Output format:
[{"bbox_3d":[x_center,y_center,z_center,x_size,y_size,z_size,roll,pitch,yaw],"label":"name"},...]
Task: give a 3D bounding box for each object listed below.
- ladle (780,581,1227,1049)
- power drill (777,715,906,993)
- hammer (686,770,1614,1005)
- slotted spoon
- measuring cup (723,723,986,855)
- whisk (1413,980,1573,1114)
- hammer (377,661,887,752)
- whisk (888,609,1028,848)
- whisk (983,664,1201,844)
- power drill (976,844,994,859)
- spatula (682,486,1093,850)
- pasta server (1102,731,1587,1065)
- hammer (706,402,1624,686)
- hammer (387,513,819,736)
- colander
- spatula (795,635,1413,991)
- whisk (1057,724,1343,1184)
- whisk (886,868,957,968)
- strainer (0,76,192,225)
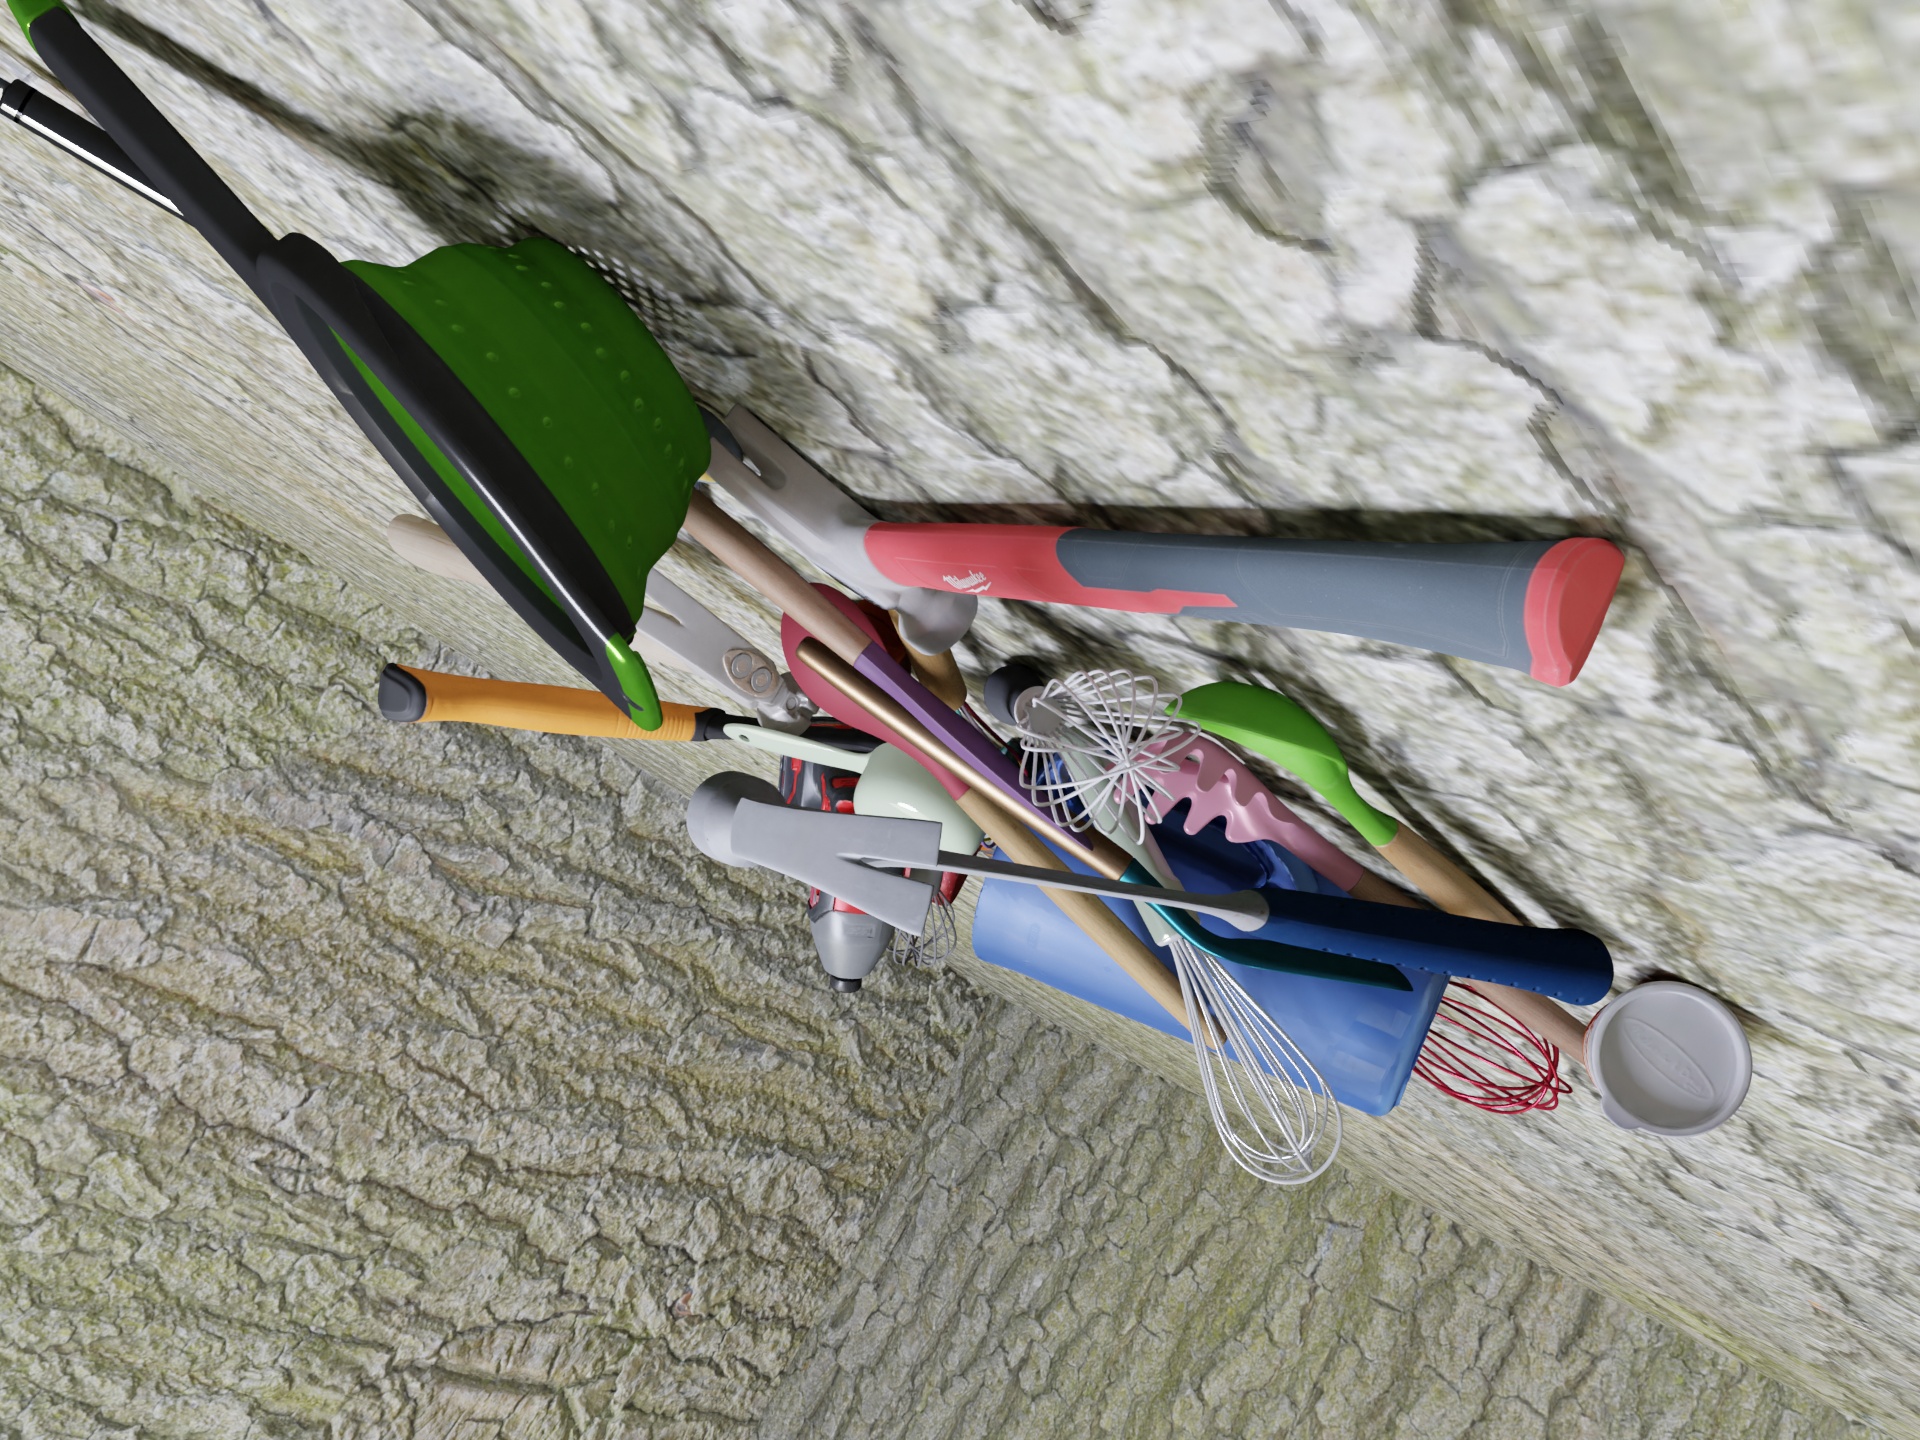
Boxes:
[{"bbox_3d":[0.021,0.053,0.800,0.315,0.031,0.069,45,139,-3],"label":"ladle"},{"bbox_3d":[-0.081,0.085,1.097,0.078,0.143,0.220,4,-165,-12],"label":"power drill"},{"bbox_3d":[0.106,0.074,0.617,0.405,0.035,0.144,12,178,-28],"label":"hammer"},{"bbox_3d":[0.200,0.059,0.707,0.313,0.031,0.070,35,169,-35],"label":"slotted spoon"},{"bbox_3d":[-0.063,0.037,0.874,0.167,0.038,0.083,15,148,17],"label":"measuring cup"},{"bbox_3d":[0.238,0.154,0.956,0.073,0.073,0.296,39,172,-38],"label":"whisk"},{"bbox_3d":[-0.179,-0.003,0.972,0.336,0.034,0.127,7,-167,-28],"label":"hammer"},{"bbox_3d":[0.000,-0.004,0.849,0.051,0.047,0.244,62,177,35],"label":"whisk"},{"bbox_3d":[0.040,0.000,0.694,0.070,0.070,0.285,32,-178,-10],"label":"whisk"},{"bbox_3d":[0.063,0.101,1.107,0.226,0.084,0.164,35,168,-7],"label":"power drill"},{"bbox_3d":[-0.063,-0.046,0.702,0.316,0.018,0.060,40,-176,6],"label":"spatula"},{"bbox_3d":[0.208,0.098,0.765,0.316,0.040,0.060,36,155,-4],"label":"pasta server"},{"bbox_3d":[0.042,-0.061,0.545,0.143,0.038,0.386,38,166,-31],"label":"hammer"},{"bbox_3d":[-0.261,-0.085,0.991,0.411,0.038,0.146,20,167,43],"label":"hammer"},{"bbox_3d":[-0.219,-0.175,0.622,0.397,0.094,0.204,47,166,6],"label":"colander"},{"bbox_3d":[0.061,0.046,0.740,0.317,0.044,0.082,34,-175,2],"label":"spatula"},{"bbox_3d":[0.112,0.111,0.779,0.246,0.059,0.057,63,-165,9],"label":"whisk"},{"bbox_3d":[-0.021,0.112,1.085,0.055,0.055,0.238,28,150,11],"label":"whisk"},{"bbox_3d":[-0.453,-0.297,0.751,0.258,0.050,0.087,30,127,-28],"label":"strainer"}]
